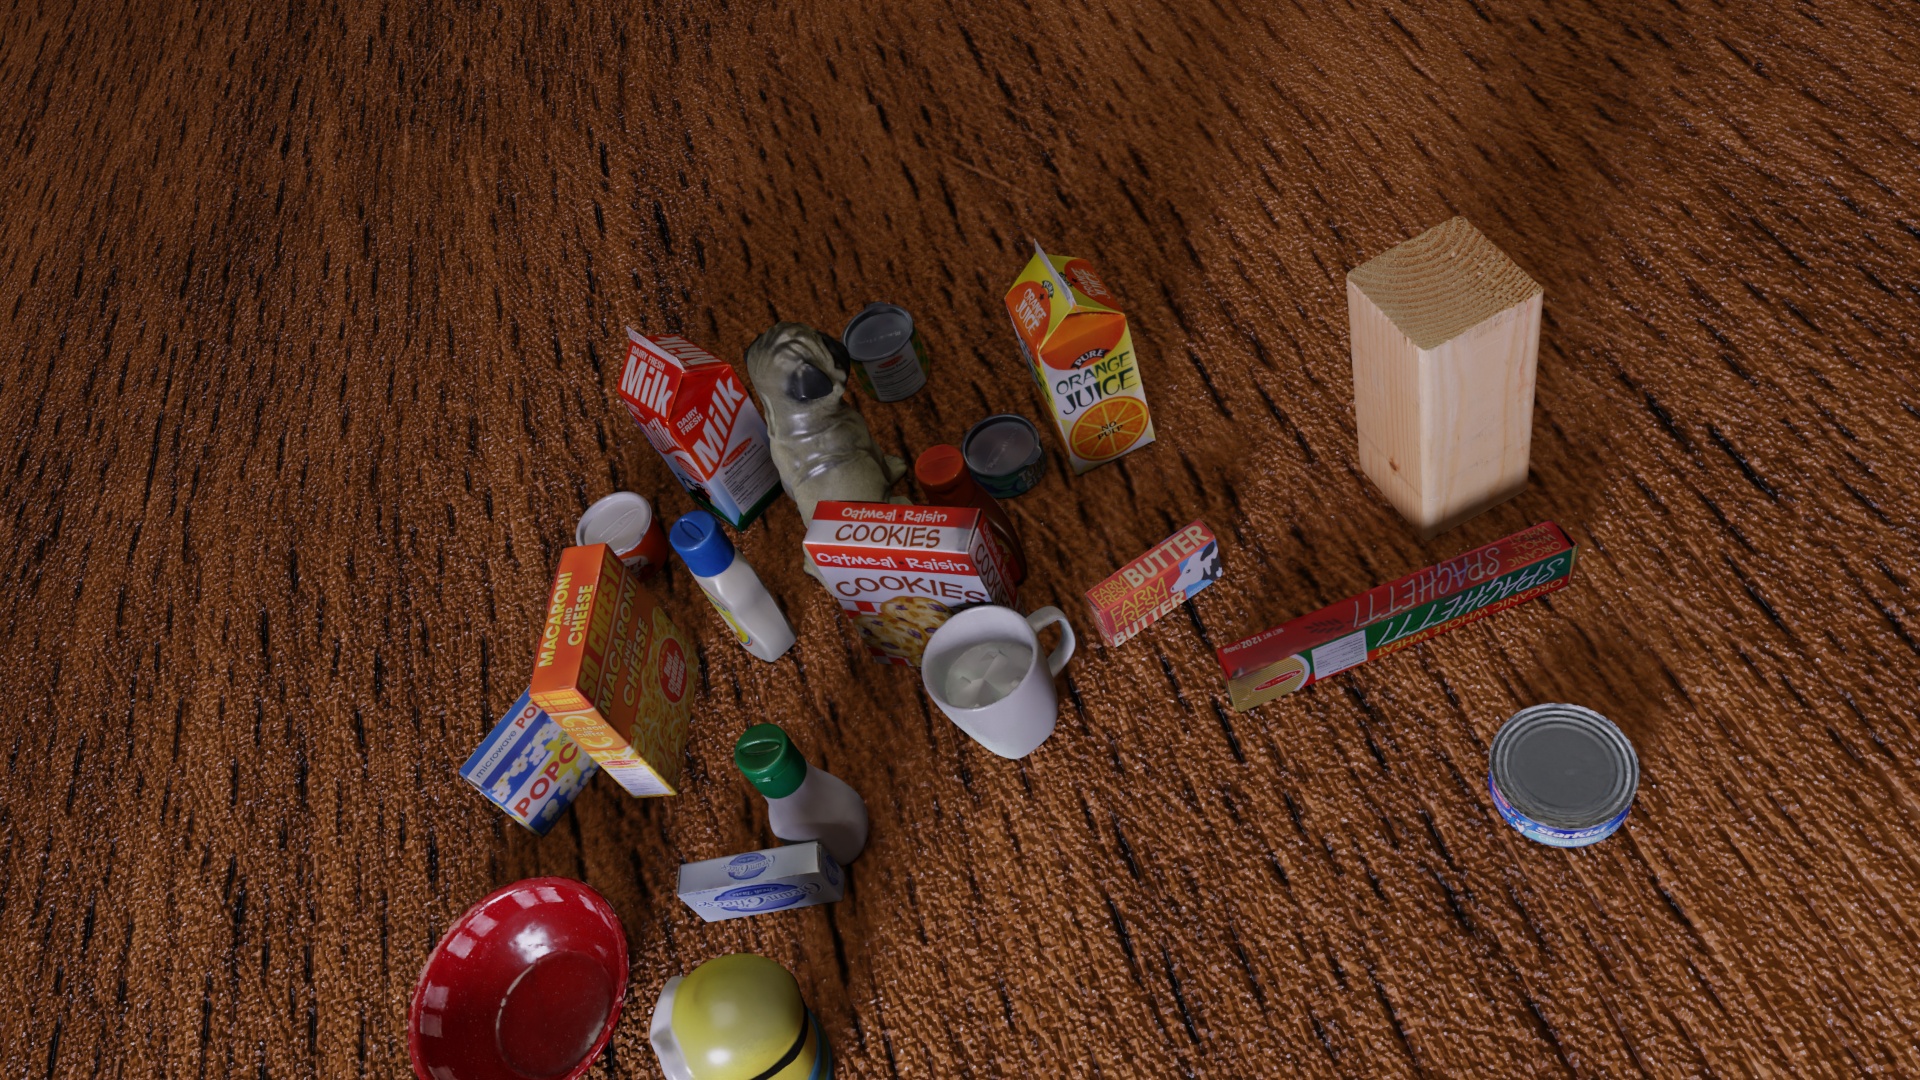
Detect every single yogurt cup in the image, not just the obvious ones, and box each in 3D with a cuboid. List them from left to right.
[{"bbox_3d":[-0.284,0.000,1.181,0.072,0.053,0.073,-9,53,12],"label":"yogurt cup"}]

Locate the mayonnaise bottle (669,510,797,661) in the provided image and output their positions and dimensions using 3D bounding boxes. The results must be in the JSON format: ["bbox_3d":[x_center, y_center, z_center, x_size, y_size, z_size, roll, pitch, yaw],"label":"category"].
[{"bbox_3d":[-0.175,0.034,1.060,0.041,0.147,0.065,-44,54,-15],"label":"mayonnaise bottle"}]

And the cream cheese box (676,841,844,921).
[{"bbox_3d":[-0.137,0.236,0.959,0.104,0.053,0.024,-12,52,10],"label":"cream cheese box"}]

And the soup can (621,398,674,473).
[{"bbox_3d":[-0.249,-0.105,1.227,0.071,0.083,0.072,-9,53,12],"label":"soup can"}]

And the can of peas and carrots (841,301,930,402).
[{"bbox_3d":[-0.065,-0.167,1.228,0.071,0.058,0.071,-9,53,12],"label":"can of peas and carrots"}]

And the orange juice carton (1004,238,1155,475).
[{"bbox_3d":[0.091,-0.145,1.075,0.073,0.191,0.072,-25,51,0],"label":"orange juice carton"}]

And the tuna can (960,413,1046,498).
[{"bbox_3d":[0.038,-0.069,1.139,0.071,0.032,0.071,-9,53,12],"label":"tuna can"}]

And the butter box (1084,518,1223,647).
[{"bbox_3d":[0.143,0.032,1.017,0.103,0.053,0.024,-33,52,-7],"label":"butter box"}]

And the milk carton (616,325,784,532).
[{"bbox_3d":[-0.214,-0.099,1.143,0.072,0.189,0.073,31,69,34],"label":"milk carton"}]

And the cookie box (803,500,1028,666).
[{"bbox_3d":[-0.025,0.035,0.997,0.123,0.166,0.040,3,56,20],"label":"cookie box"}]

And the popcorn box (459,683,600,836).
[{"bbox_3d":[-0.309,0.151,1.058,0.038,0.085,0.127,22,64,30],"label":"popcorn box"}]

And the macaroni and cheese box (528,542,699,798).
[{"bbox_3d":[-0.251,0.099,1.025,0.040,0.165,0.124,-8,53,13],"label":"macaroni and cheese box"}]

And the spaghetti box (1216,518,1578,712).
[{"bbox_3d":[0.298,0.052,0.953,0.250,0.050,0.029,-22,51,2],"label":"spaghetti box"}]

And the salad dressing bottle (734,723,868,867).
[{"bbox_3d":[-0.107,0.173,0.936,0.064,0.147,0.044,-10,53,11],"label":"salad dressing bottle"}]

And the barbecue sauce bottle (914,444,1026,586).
[{"bbox_3d":[0.004,-0.013,1.035,0.065,0.148,0.044,-18,52,5],"label":"barbecue sauce bottle"}]
